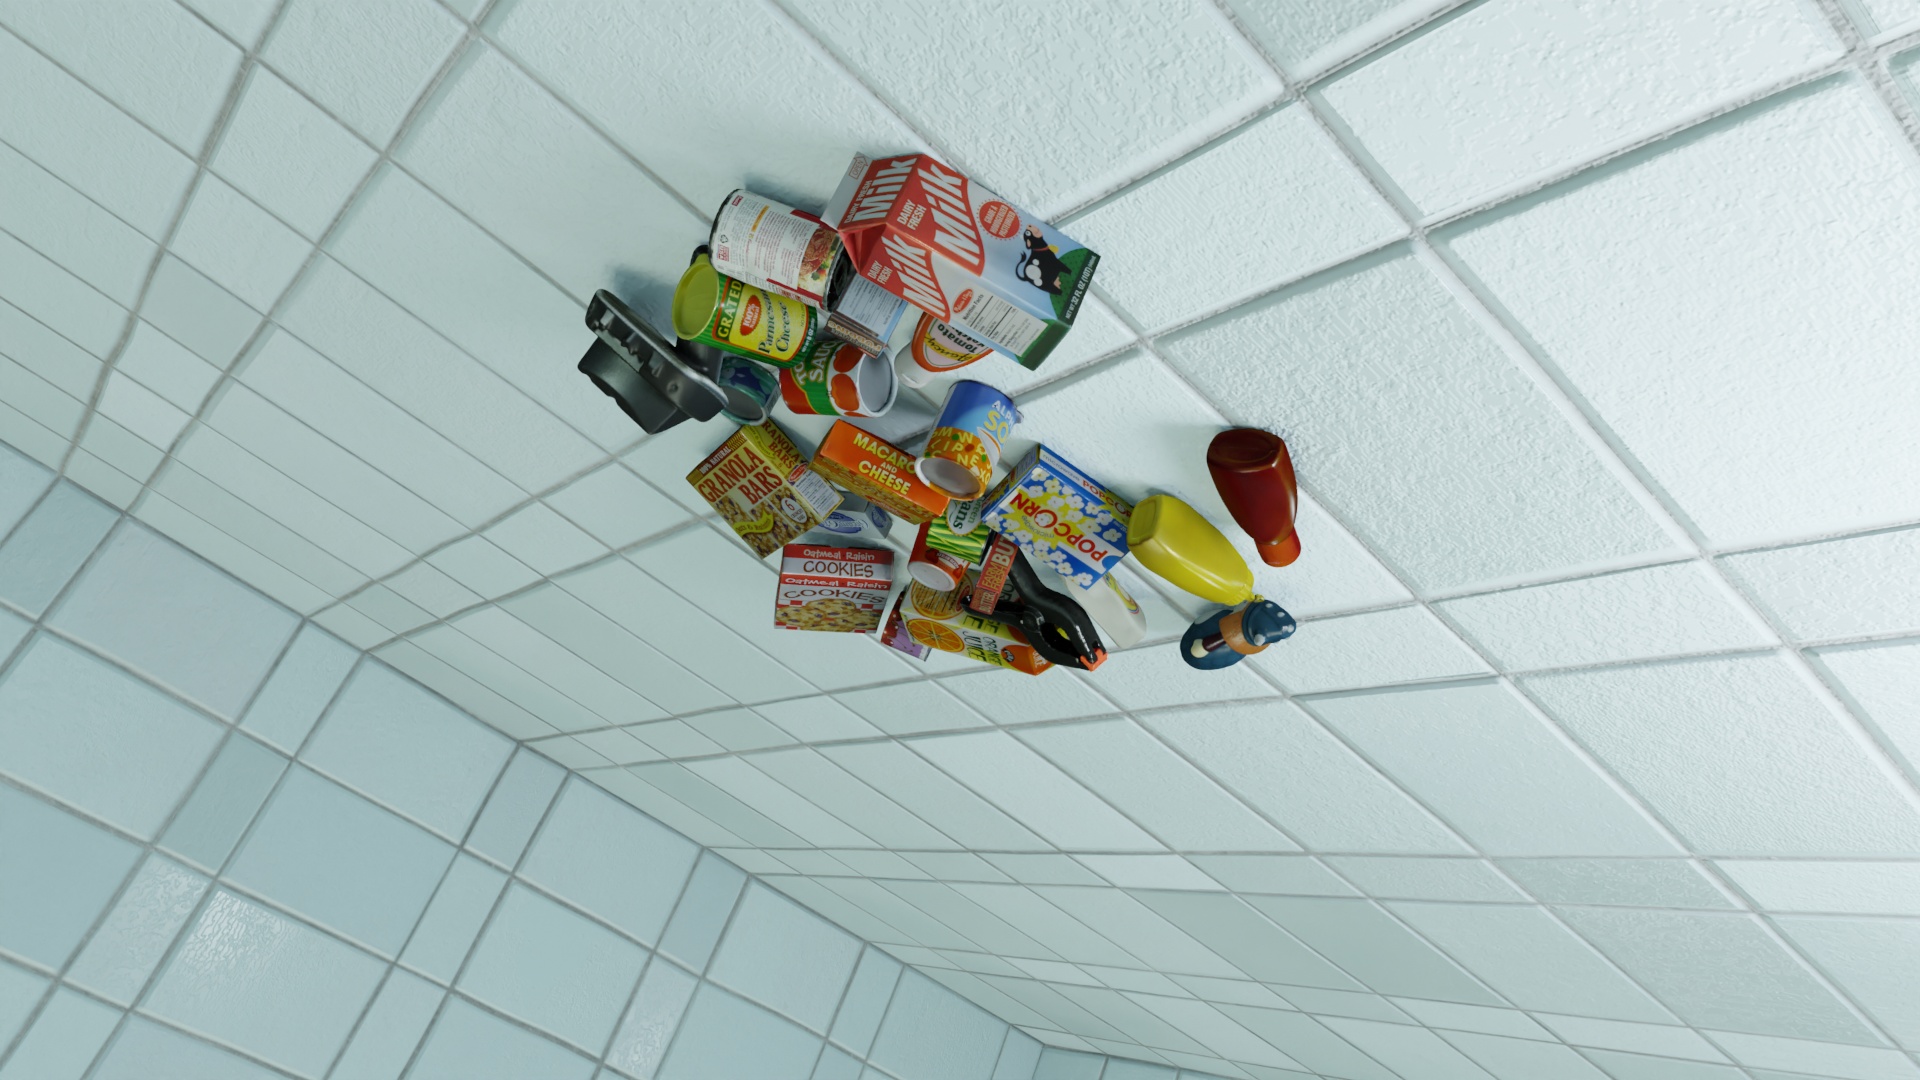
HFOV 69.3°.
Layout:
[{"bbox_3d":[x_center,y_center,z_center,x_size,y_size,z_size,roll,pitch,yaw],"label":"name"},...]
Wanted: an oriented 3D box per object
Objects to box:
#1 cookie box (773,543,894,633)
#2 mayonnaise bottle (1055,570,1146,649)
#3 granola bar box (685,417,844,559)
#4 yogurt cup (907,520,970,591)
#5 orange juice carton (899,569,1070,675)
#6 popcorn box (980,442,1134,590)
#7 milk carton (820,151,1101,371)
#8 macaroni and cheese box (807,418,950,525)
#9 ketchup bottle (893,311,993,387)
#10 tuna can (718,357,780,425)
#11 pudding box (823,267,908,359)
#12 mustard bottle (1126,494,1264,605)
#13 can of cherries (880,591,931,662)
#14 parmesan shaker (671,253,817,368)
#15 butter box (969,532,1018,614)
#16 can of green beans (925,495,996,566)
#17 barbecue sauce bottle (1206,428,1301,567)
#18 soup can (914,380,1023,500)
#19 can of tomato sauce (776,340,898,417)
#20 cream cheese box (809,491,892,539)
[{"bbox_3d":[-0.147,0.057,1.588,0.123,0.040,0.166,4,154,-9],"label":"cookie box"},{"bbox_3d":[0.129,0.042,1.365,0.041,0.065,0.147,-33,124,15],"label":"mayonnaise bottle"},{"bbox_3d":[-0.206,-0.055,1.446,0.124,0.039,0.165,48,148,-10],"label":"granola bar box"},{"bbox_3d":[-0.020,0.016,1.441,0.072,0.054,0.072,19,153,11],"label":"yogurt cup"},{"bbox_3d":[0.038,0.087,1.500,0.193,0.073,0.071,14,151,18],"label":"orange juice carton"},{"bbox_3d":[0.093,-0.021,1.266,0.126,0.038,0.085,33,124,-17],"label":"popcorn box"},{"bbox_3d":[-0.004,-0.209,1.004,0.190,0.072,0.073,27,153,-9],"label":"milk carton"},{"bbox_3d":[-0.076,-0.063,1.302,0.124,0.040,0.166,28,173,-8],"label":"macaroni and cheese box"},{"bbox_3d":[-0.007,-0.166,1.116,0.064,0.044,0.148,32,152,-16],"label":"ketchup bottle"},{"bbox_3d":[-0.211,-0.143,1.329,0.071,0.033,0.070,18,153,10],"label":"tuna can"},{"bbox_3d":[-0.066,-0.189,1.077,0.049,0.084,0.030,28,155,-9],"label":"pudding box"},{"bbox_3d":[0.218,0.020,1.250,0.160,0.065,0.048,34,147,-28],"label":"mustard bottle"},{"bbox_3d":[-0.053,0.097,1.602,0.058,0.072,0.071,23,153,4],"label":"can of cherries"},{"bbox_3d":[-0.177,-0.188,1.151,0.103,0.071,0.071,12,166,-43],"label":"parmesan shaker"},{"bbox_3d":[0.039,0.016,1.339,0.024,0.104,0.053,22,152,3],"label":"butter box"},{"bbox_3d":[0.005,-0.016,1.350,0.058,0.071,0.071,22,153,5],"label":"can of green beans"},{"bbox_3d":[0.251,-0.032,1.151,0.065,0.044,0.148,7,149,30],"label":"barbecue sauce bottle"},{"bbox_3d":[0.008,-0.085,1.203,0.071,0.084,0.071,18,152,10],"label":"soup can"},{"bbox_3d":[-0.107,-0.142,1.211,0.083,0.071,0.071,6,148,30],"label":"can of tomato sauce"},{"bbox_3d":[-0.128,-0.029,1.479,0.104,0.024,0.053,6,149,32],"label":"cream cheese box"}]
